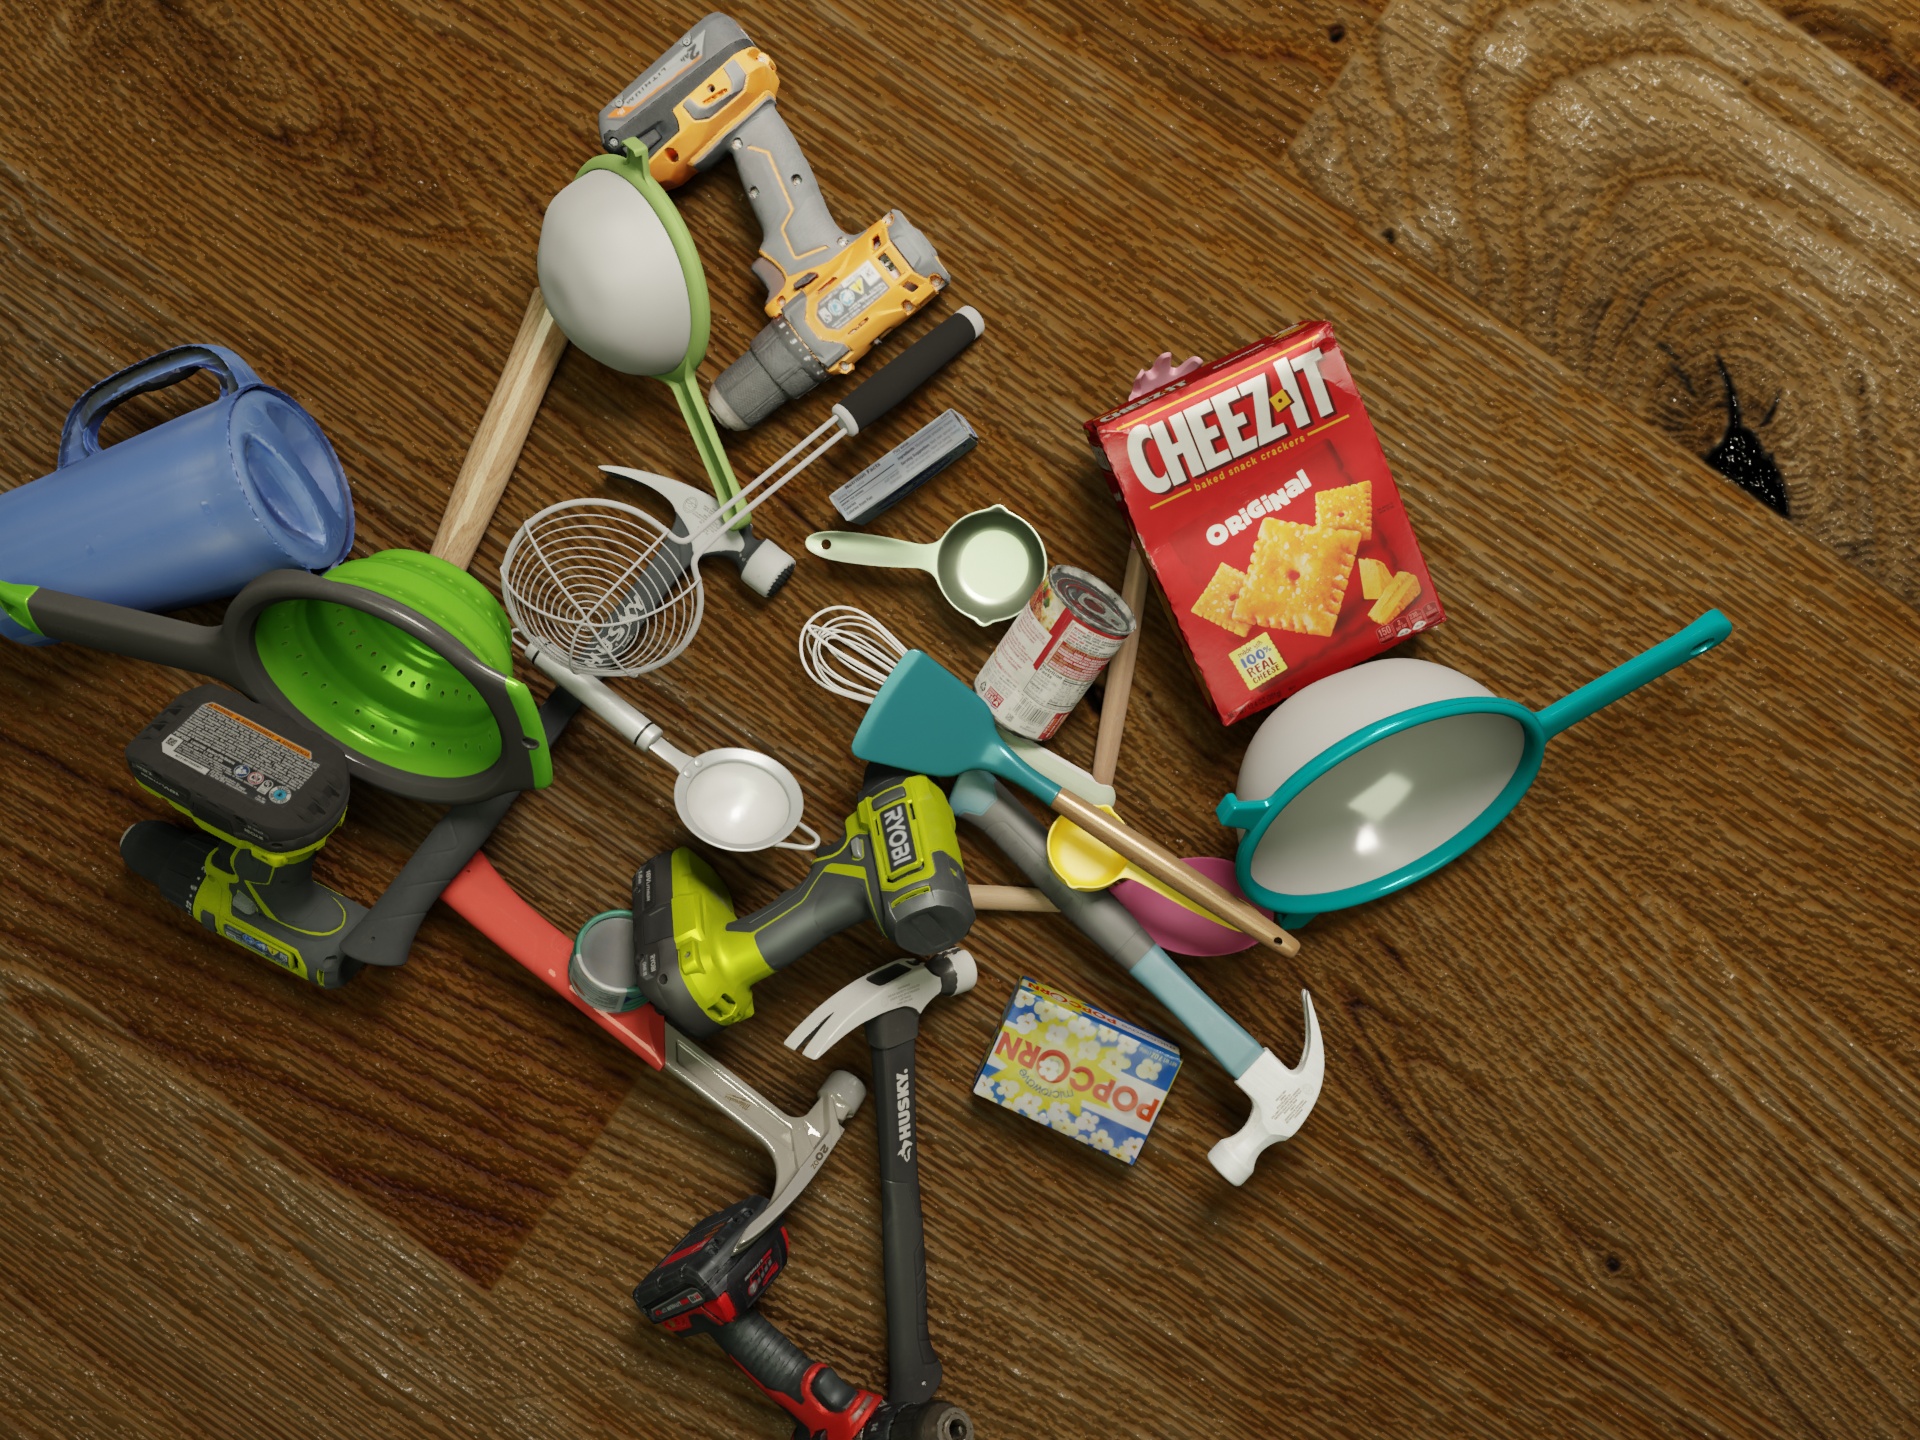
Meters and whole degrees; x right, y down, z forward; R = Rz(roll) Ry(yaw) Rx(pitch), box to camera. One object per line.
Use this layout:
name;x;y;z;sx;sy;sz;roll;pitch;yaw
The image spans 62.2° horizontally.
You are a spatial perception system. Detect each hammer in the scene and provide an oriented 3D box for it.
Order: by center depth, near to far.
hammer;0.113;0.153;1.088;0.331;0.033;0.128;45;89;8
hammer;-0.296;0.004;1.108;0.149;0.036;0.409;38;90;3
hammer;-0.046;0.335;1.120;0.035;0.146;0.334;13;110;48
hammer;-0.349;-0.147;1.121;0.130;0.031;0.331;23;96;-9
hammer;-0.246;0.211;1.123;0.359;0.149;0.036;36;140;6

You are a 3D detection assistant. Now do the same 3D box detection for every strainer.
strainer;0.313;-0.004;1.020;0.340;0.210;0.095;-30;54;7
strainer;-0.214;-0.237;1.048;0.069;0.151;0.256;-29;103;-33
strainer;-0.203;0.017;1.069;0.258;0.087;0.050;38;138;6

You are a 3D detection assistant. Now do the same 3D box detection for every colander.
colander;-0.440;-0.062;1.051;0.397;0.095;0.204;13;141;9

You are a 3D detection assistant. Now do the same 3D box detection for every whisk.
whisk;-0.002;-0.003;1.094;0.246;0.058;0.059;30;90;2

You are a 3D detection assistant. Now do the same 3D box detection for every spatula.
spatula;0.082;0.067;1.035;0.317;0.044;0.082;32;99;6

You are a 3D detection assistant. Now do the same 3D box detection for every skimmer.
skimmer;-0.135;-0.164;1.049;0.363;0.090;0.127;-42;119;-18

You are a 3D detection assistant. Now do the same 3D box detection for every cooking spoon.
cooking spoon;0.059;0.126;1.122;0.319;0.017;0.069;2;84;6

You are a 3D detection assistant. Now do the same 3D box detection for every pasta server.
pasta server;0.120;-0.088;1.083;0.060;0.040;0.316;8;98;-6

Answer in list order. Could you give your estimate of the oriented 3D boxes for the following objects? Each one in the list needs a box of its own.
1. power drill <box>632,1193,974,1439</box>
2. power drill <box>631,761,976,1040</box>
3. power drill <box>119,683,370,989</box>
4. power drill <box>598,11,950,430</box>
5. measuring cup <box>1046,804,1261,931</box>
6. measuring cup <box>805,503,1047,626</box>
power drill;-0.105;0.446;1.110;0.226;0.080;0.188;51;135;-1
power drill;-0.107;0.110;1.080;0.223;0.171;0.080;-26;134;10
power drill;-0.501;0.081;1.097;0.190;0.080;0.228;27;140;2
power drill;-0.143;-0.324;1.065;0.185;0.084;0.226;-38;96;10
measuring cup;0.130;0.108;1.064;0.156;0.029;0.062;25;74;3
measuring cup;-0.022;-0.113;1.095;0.167;0.038;0.083;8;97;7
